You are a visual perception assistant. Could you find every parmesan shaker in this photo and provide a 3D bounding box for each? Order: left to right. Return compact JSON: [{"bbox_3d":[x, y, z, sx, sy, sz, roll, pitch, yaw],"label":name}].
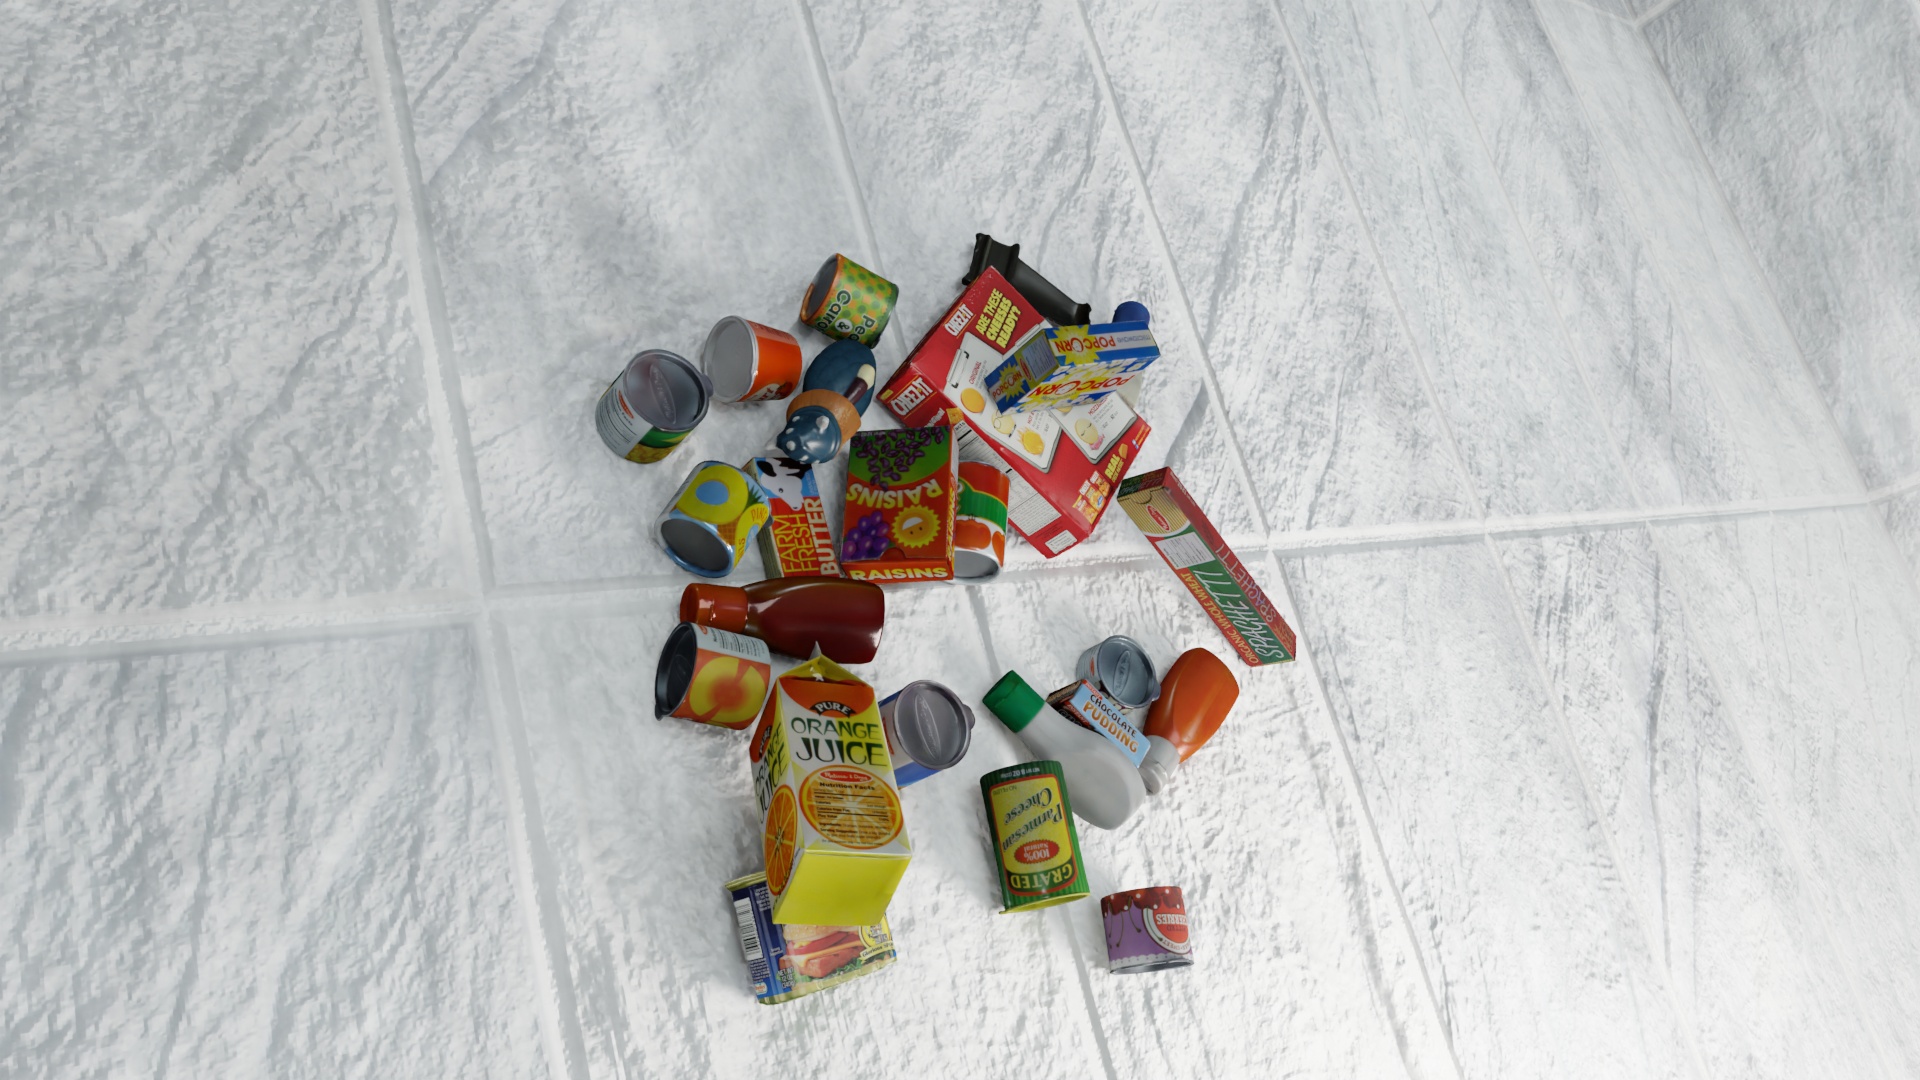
[{"bbox_3d":[0.053,0.226,1.058,0.071,0.071,0.103,3,65,-36],"label":"parmesan shaker"}]

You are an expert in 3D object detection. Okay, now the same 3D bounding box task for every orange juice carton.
[{"bbox_3d":[-0.093,0.157,0.926,0.073,0.071,0.193,9,35,-22],"label":"orange juice carton"}]

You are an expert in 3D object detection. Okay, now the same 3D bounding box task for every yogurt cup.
[{"bbox_3d":[-0.161,-0.139,1.085,0.054,0.072,0.072,1,67,-46],"label":"yogurt cup"}]

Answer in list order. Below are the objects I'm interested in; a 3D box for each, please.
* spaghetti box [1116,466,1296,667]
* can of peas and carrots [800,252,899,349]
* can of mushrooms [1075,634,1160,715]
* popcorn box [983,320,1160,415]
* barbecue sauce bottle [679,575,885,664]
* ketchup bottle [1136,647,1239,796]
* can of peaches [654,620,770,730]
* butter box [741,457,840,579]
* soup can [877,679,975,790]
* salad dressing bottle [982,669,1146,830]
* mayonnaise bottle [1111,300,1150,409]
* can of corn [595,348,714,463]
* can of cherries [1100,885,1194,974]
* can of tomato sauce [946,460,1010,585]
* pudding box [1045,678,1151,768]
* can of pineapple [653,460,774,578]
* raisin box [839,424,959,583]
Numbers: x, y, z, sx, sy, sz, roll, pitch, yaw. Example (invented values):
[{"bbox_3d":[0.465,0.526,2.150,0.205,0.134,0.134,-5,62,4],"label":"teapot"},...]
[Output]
[{"bbox_3d":[0.227,0.029,1.255,0.249,0.050,0.029,48,44,-30],"label":"spaghetti box"},{"bbox_3d":[-0.094,-0.197,1.163,0.059,0.070,0.071,26,54,-24],"label":"can of peas and carrots"},{"bbox_3d":[0.136,0.119,1.196,0.071,0.033,0.071,18,57,-30],"label":"can of mushrooms"},{"bbox_3d":[0.096,-0.146,1.171,0.127,0.085,0.038,-12,74,-40],"label":"popcorn box"},{"bbox_3d":[-0.129,0.055,1.016,0.149,0.043,0.065,7,94,-33],"label":"barbecue sauce bottle"},{"bbox_3d":[0.190,0.160,1.209,0.064,0.043,0.149,49,48,-6],"label":"ketchup bottle"},{"bbox_3d":[-0.171,0.096,0.955,0.058,0.071,0.071,17,58,-31],"label":"can of peaches"},{"bbox_3d":[-0.131,-0.013,1.068,0.053,0.024,0.104,-4,69,-38],"label":"butter box"},{"bbox_3d":[-0.041,0.145,1.014,0.071,0.083,0.071,17,58,-30],"label":"soup can"},{"bbox_3d":[0.082,0.167,1.115,0.147,0.064,0.044,44,25,-1],"label":"salad dressing bottle"},{"bbox_3d":[0.154,-0.174,1.345,0.041,0.064,0.149,38,46,-20],"label":"mayonnaise bottle"},{"bbox_3d":[-0.224,-0.098,1.018,0.071,0.058,0.071,17,58,-30],"label":"can of corn"},{"bbox_3d":[0.147,0.304,1.083,0.071,0.071,0.058,10,62,-33],"label":"can of cherries"},{"bbox_3d":[0.004,-0.014,1.143,0.071,0.071,0.083,22,56,-27],"label":"can of tomato sauce"},{"bbox_3d":[0.111,0.156,1.147,0.083,0.049,0.030,45,50,-10],"label":"pudding box"},{"bbox_3d":[-0.178,-0.014,1.004,0.071,0.070,0.058,39,51,-15],"label":"can of pineapple"},{"bbox_3d":[-0.046,-0.029,1.100,0.086,0.040,0.124,-2,61,8],"label":"raisin box"}]
